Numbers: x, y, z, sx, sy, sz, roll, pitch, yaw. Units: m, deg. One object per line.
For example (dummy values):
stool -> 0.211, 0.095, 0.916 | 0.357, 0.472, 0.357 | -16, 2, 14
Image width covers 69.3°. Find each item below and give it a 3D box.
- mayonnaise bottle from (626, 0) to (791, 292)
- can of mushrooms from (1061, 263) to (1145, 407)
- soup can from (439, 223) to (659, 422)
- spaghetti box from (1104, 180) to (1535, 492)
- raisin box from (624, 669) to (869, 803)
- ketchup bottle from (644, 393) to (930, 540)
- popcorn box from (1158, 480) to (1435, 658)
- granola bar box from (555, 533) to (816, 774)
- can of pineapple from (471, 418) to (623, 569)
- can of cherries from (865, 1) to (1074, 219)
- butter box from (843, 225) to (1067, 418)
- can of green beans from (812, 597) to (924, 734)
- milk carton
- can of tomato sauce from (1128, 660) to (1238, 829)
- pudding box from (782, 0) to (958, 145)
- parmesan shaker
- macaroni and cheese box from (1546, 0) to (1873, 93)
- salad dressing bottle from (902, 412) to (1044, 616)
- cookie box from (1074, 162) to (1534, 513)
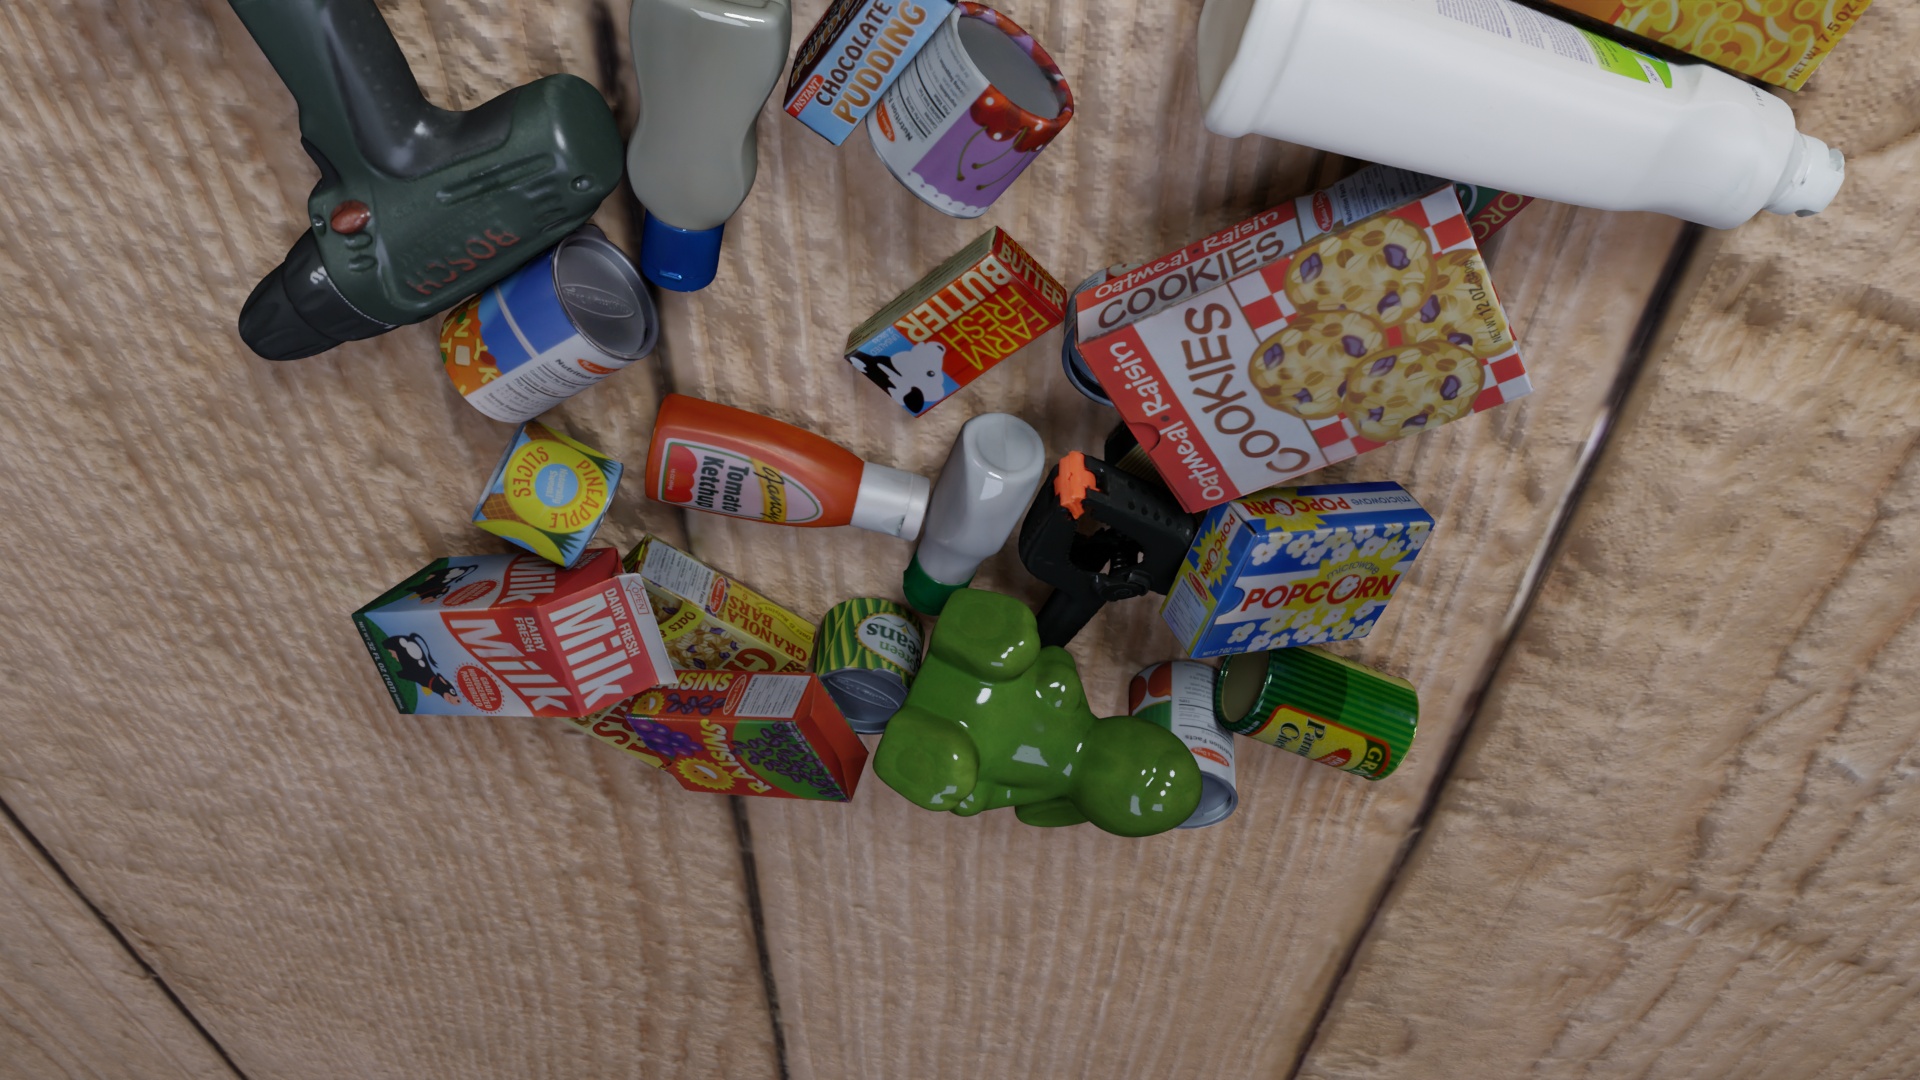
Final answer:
mayonnaise bottle -> -0.115, -0.176, 0.606 | 0.065, 0.041, 0.147 | 15, 138, -7
can of mushrooms -> 0.085, -0.097, 0.669 | 0.071, 0.034, 0.070 | 3, 136, 3
soup can -> -0.200, -0.105, 0.676 | 0.083, 0.072, 0.071 | -22, 130, 28
spaghetti box -> 0.161, -0.100, 0.661 | 0.050, 0.029, 0.248 | 26, 134, -21
raisin box -> -0.130, 0.119, 0.847 | 0.123, 0.040, 0.085 | -1, 138, 26
ketchup bottle -> -0.092, -0.035, 0.751 | 0.149, 0.044, 0.064 | 13, 136, -8
popcorn box -> 0.177, 0.014, 0.728 | 0.127, 0.038, 0.084 | -4, 132, -29
granola bar box -> -0.189, 0.077, 0.885 | 0.124, 0.039, 0.165 | 32, 131, -24
can of pineapple -> -0.225, -0.026, 0.758 | 0.058, 0.071, 0.070 | 28, 133, -21
can of cherries -> 0.006, -0.177, 0.573 | 0.071, 0.072, 0.058 | 30, 131, -23
butter box -> -0.003, -0.105, 0.679 | 0.103, 0.024, 0.053 | -30, 125, 33
can of green beans -> -0.057, 0.077, 0.855 | 0.071, 0.058, 0.071 | 4, 137, 4
milk carton -> -0.247, 0.053, 0.799 | 0.190, 0.074, 0.072 | -2, 116, 28
can of tomato sauce -> 0.136, 0.128, 0.867 | 0.071, 0.083, 0.070 | 4, 137, 3
pudding box -> -0.035, -0.206, 0.556 | 0.030, 0.050, 0.083 | 30, 133, -25
parmesan shaker -> 0.213, 0.099, 0.841 | 0.103, 0.072, 0.071 | 20, 135, -13
macaroni and cheese box -> 0.261, -0.244, 0.487 | 0.166, 0.040, 0.123 | 15, 136, -9
salad dressing bottle -> 0.003, -0.009, 0.757 | 0.044, 0.064, 0.147 | 7, 146, -15
cookie box -> 0.151, -0.087, 0.619 | 0.167, 0.040, 0.122 | -21, 132, 23
